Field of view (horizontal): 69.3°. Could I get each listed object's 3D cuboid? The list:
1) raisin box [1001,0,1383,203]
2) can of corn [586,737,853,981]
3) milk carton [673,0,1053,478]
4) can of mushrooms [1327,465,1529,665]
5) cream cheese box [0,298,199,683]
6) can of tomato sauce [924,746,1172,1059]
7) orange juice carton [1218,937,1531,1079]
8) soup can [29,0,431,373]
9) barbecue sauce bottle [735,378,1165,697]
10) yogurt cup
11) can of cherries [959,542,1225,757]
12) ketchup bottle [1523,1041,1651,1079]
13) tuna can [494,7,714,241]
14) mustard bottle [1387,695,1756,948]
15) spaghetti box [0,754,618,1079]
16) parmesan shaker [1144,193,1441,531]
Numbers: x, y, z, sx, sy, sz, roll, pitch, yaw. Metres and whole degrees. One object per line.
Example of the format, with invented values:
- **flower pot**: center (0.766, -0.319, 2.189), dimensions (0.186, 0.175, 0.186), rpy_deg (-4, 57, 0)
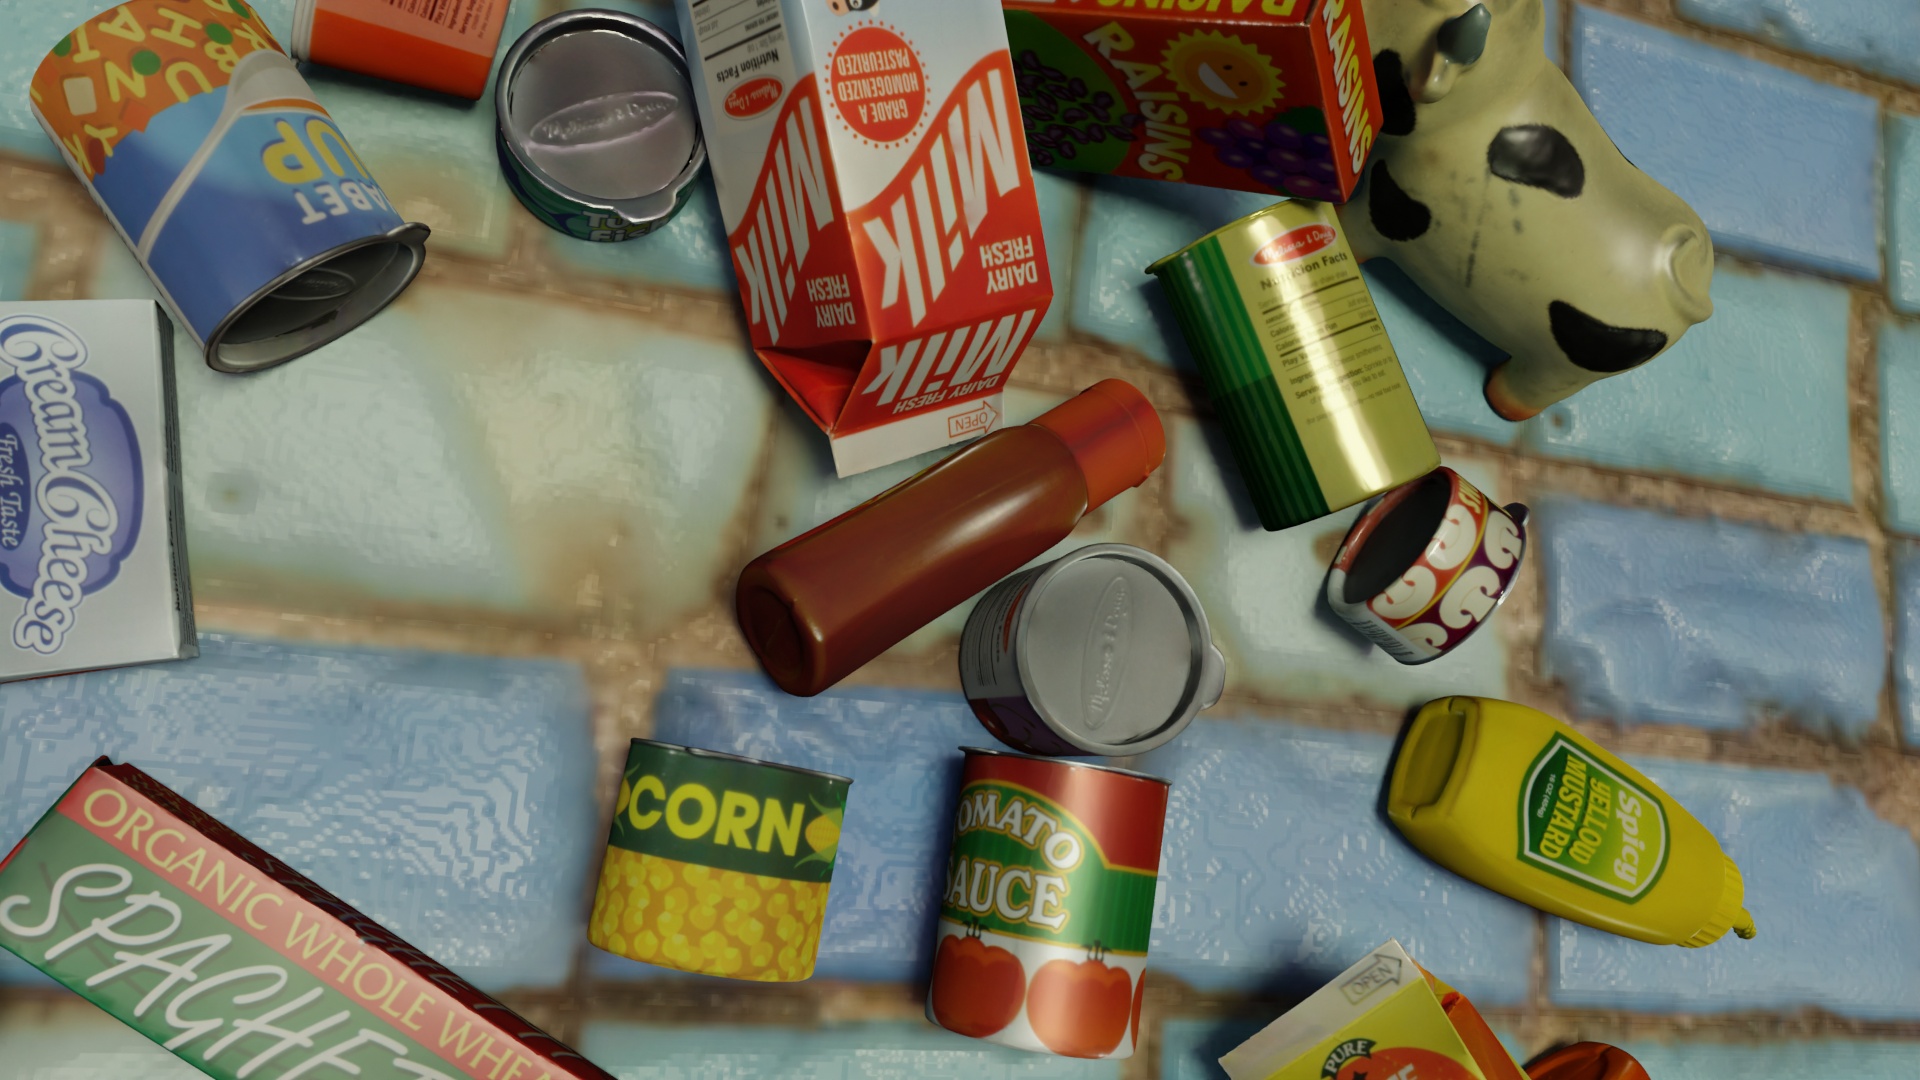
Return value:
- **raisin box**: center (0.066, -0.155, 0.448), dimensions (0.123, 0.086, 0.040), rpy_deg (16, 73, 29)
- **can of corn**: center (-0.069, 0.091, 0.400), dimensions (0.071, 0.071, 0.058), rpy_deg (14, 78, -16)
- **milk carton**: center (-0.029, -0.119, 0.427), dimensions (0.072, 0.073, 0.190), rpy_deg (-20, 105, -34)
- **can of mushrooms**: center (0.166, 0.006, 0.494), dimensions (0.033, 0.071, 0.071), rpy_deg (36, 72, -8)
- **cream cheese box**: center (-0.246, -0.015, 0.384), dimensions (0.053, 0.024, 0.104), rpy_deg (-6, 83, -21)
- **can of tomato sauce**: center (0.026, 0.110, 0.430), dimensions (0.071, 0.071, 0.083), rpy_deg (13, 78, -16)
- **orange juice carton**: center (0.168, 0.219, 0.435), dimensions (0.071, 0.073, 0.192), rpy_deg (-39, 90, 13)
- **soup can**: center (-0.201, -0.101, 0.389), dimensions (0.071, 0.071, 0.083), rpy_deg (-35, 93, -20)
- **barbecue sauce bottle**: center (0.002, -0.006, 0.446), dimensions (0.149, 0.064, 0.044), rpy_deg (-31, 80, -26)
- **yogurt cup**: center (-0.164, -0.168, 0.417), dimensions (0.054, 0.072, 0.072), rpy_deg (15, 77, -24)
- **can of cherries**: center (0.041, 0.039, 0.452), dimensions (0.071, 0.058, 0.071), rpy_deg (3, 79, -18)
- **ketchup bottle**: center (0.243, 0.258, 0.491), dimensions (0.065, 0.043, 0.148), rpy_deg (-29, 91, -14)
- **tuna can**: center (-0.113, -0.129, 0.442), dimensions (0.071, 0.032, 0.071), rpy_deg (3, 80, -18)
- **mustard bottle**: center (0.235, 0.112, 0.510), dimensions (0.160, 0.048, 0.065), rpy_deg (26, 76, -13)
- **spaghetti box**: center (-0.148, 0.150, 0.386), dimensions (0.250, 0.028, 0.050), rpy_deg (37, 73, -9)
- **parmesan shaker**: center (0.116, -0.061, 0.491), dimensions (0.071, 0.071, 0.103), rpy_deg (-22, 89, -20)
